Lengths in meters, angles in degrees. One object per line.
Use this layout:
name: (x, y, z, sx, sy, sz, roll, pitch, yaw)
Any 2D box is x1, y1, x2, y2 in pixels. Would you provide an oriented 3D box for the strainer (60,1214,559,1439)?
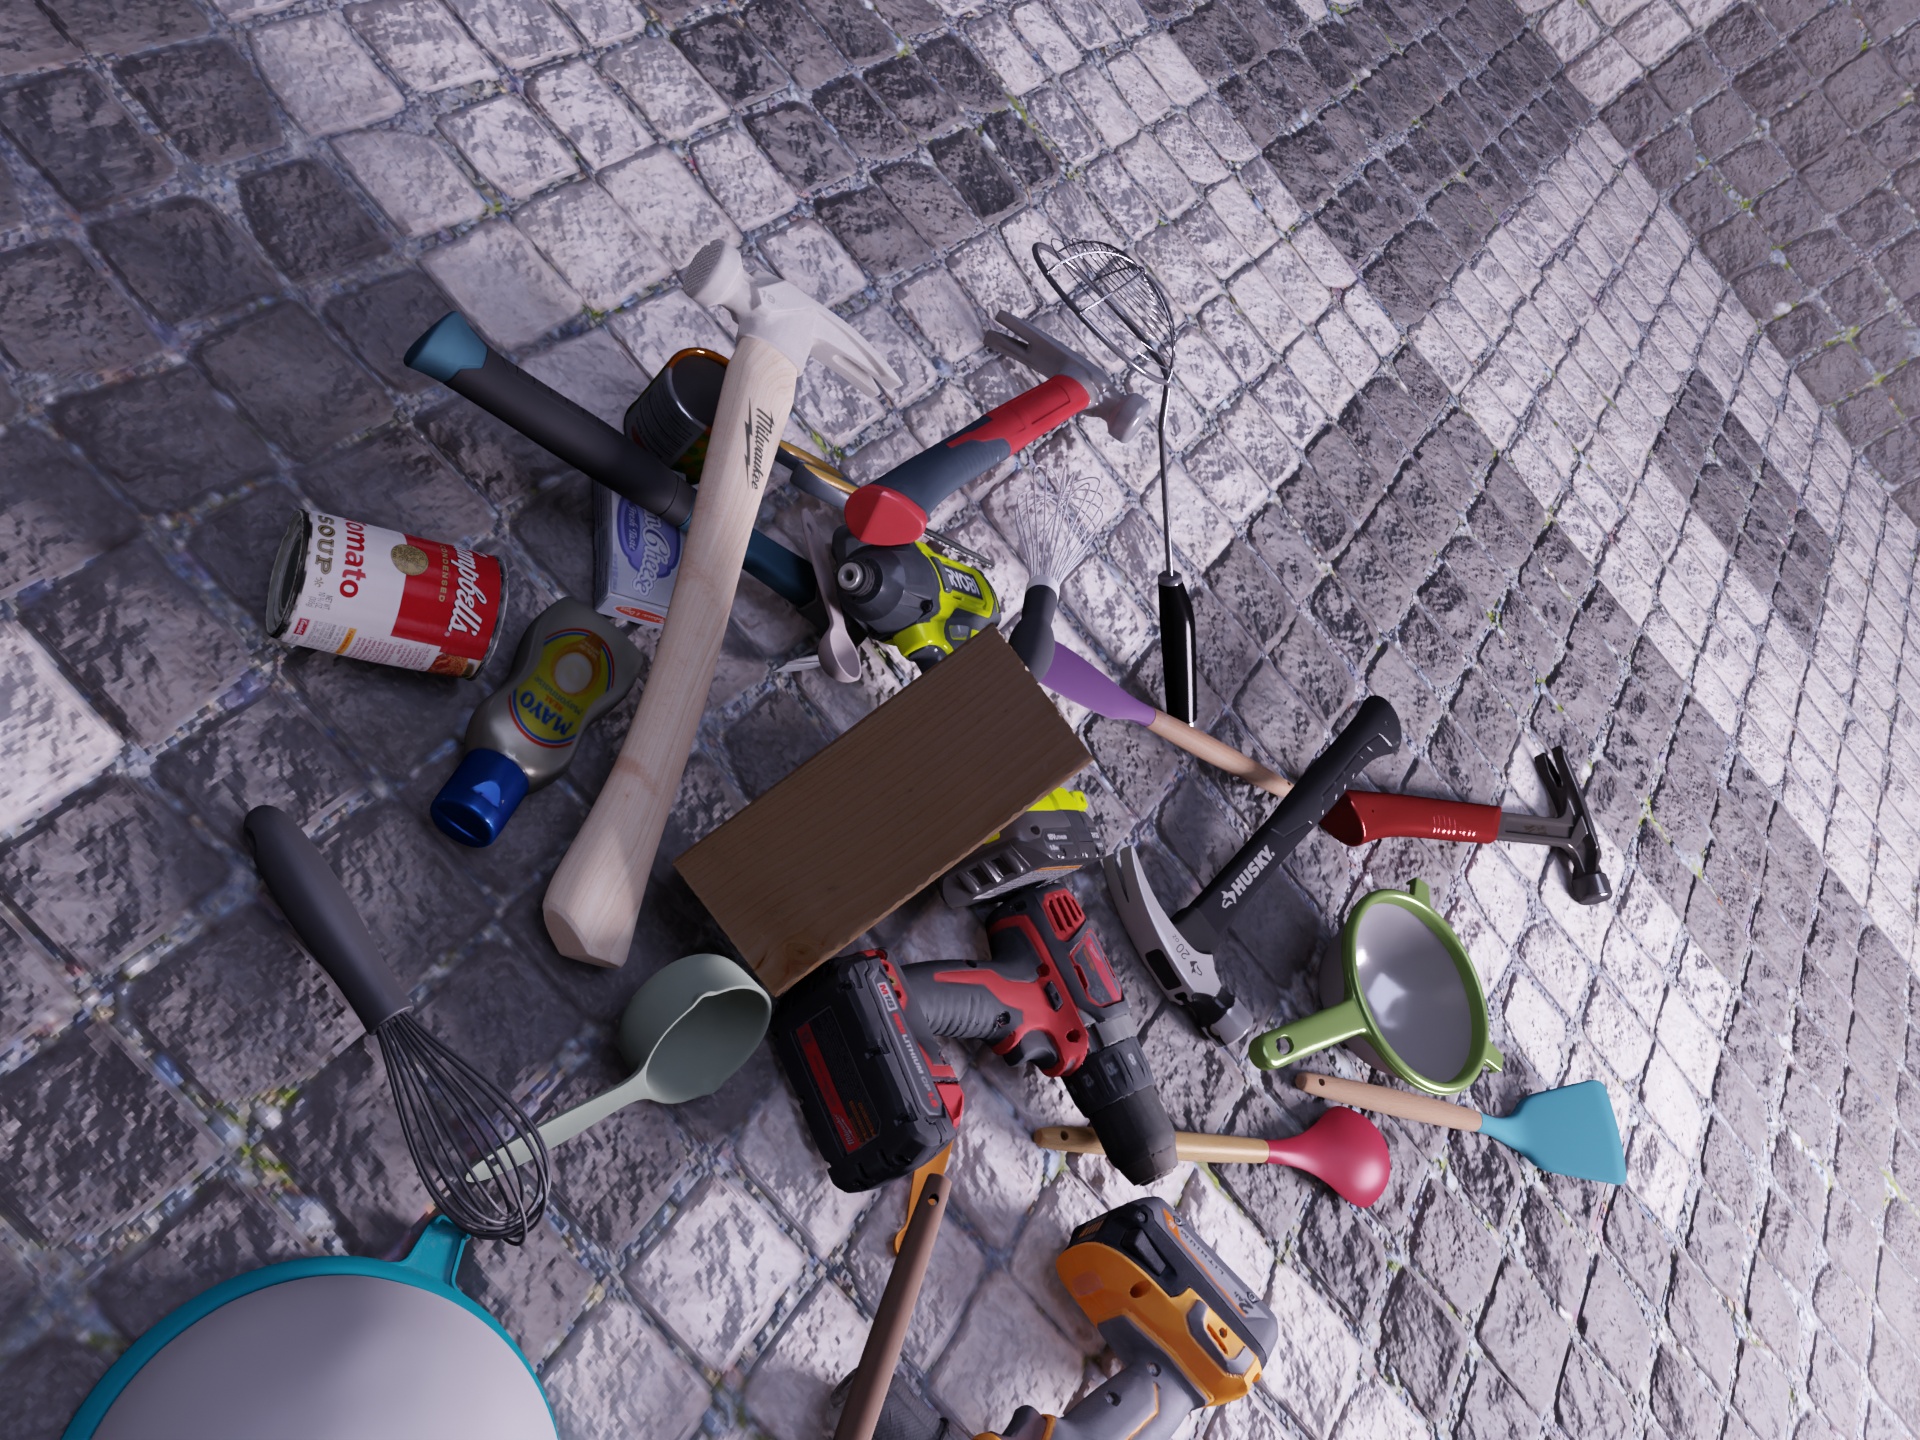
strainer: (-0.281, 0.320, 0.571, 0.340, 0.095, 0.211, -13, 74, -45)

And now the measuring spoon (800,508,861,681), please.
measuring spoon: (-0.086, -0.076, 0.968, 0.034, 0.018, 0.124, 33, 36, -57)

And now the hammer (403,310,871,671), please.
hammer: (-0.172, -0.133, 0.929, 0.330, 0.033, 0.128, 32, 46, -38)

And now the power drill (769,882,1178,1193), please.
power drill: (0.022, 0.197, 0.907, 0.226, 0.080, 0.188, -8, 65, -46)

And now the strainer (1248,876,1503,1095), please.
strainer: (0.270, 0.209, 1.119, 0.256, 0.069, 0.151, -9, 73, -41)

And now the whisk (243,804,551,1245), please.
whisk: (-0.261, 0.135, 0.725, 0.055, 0.055, 0.239, -27, 76, -45)

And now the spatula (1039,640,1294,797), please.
spatula: (0.148, 0.004, 1.136, 0.315, 0.018, 0.060, 25, 35, -40)

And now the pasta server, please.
pasta server: (-0.059, 0.362, 0.737, 0.060, 0.040, 0.316, 21, 62, 1)

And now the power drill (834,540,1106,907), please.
power drill: (-0.002, -0.003, 0.981, 0.171, 0.080, 0.223, 9, 56, -66)

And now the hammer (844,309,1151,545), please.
hammer: (0.010, -0.202, 1.088, 0.143, 0.038, 0.386, 35, 33, 8)

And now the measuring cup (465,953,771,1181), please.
measuring cup: (-0.173, 0.171, 0.786, 0.167, 0.083, 0.038, -27, 51, -28)

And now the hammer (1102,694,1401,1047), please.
hammer: (0.231, 0.076, 1.159, 0.146, 0.035, 0.335, 52, 53, -3)

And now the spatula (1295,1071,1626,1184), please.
spatula: (0.371, 0.287, 1.175, 0.317, 0.044, 0.082, 18, 55, -30)

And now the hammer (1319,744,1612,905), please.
hammer: (0.429, 0.078, 1.353, 0.358, 0.036, 0.149, 8, 61, -37)

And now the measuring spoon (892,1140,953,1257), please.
measuring spoon: (-0.019, 0.251, 0.895, 0.021, 0.011, 0.117, 32, 45, -17)

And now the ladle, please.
ladle: (0.175, 0.277, 1.031, 0.315, 0.031, 0.069, 13, 57, -33)

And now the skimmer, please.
skimmer: (0.114, -0.156, 1.121, 0.127, 0.090, 0.363, -73, 157, -65)

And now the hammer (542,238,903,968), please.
hammer: (-0.137, -0.062, 0.887, 0.146, 0.038, 0.411, 29, 65, -37)

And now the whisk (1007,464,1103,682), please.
whisk: (0.058, -0.102, 1.083, 0.070, 0.070, 0.285, 40, 30, -15)

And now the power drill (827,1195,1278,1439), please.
power drill: (0.050, 0.356, 0.842, 0.185, 0.084, 0.226, 45, 49, 2)
